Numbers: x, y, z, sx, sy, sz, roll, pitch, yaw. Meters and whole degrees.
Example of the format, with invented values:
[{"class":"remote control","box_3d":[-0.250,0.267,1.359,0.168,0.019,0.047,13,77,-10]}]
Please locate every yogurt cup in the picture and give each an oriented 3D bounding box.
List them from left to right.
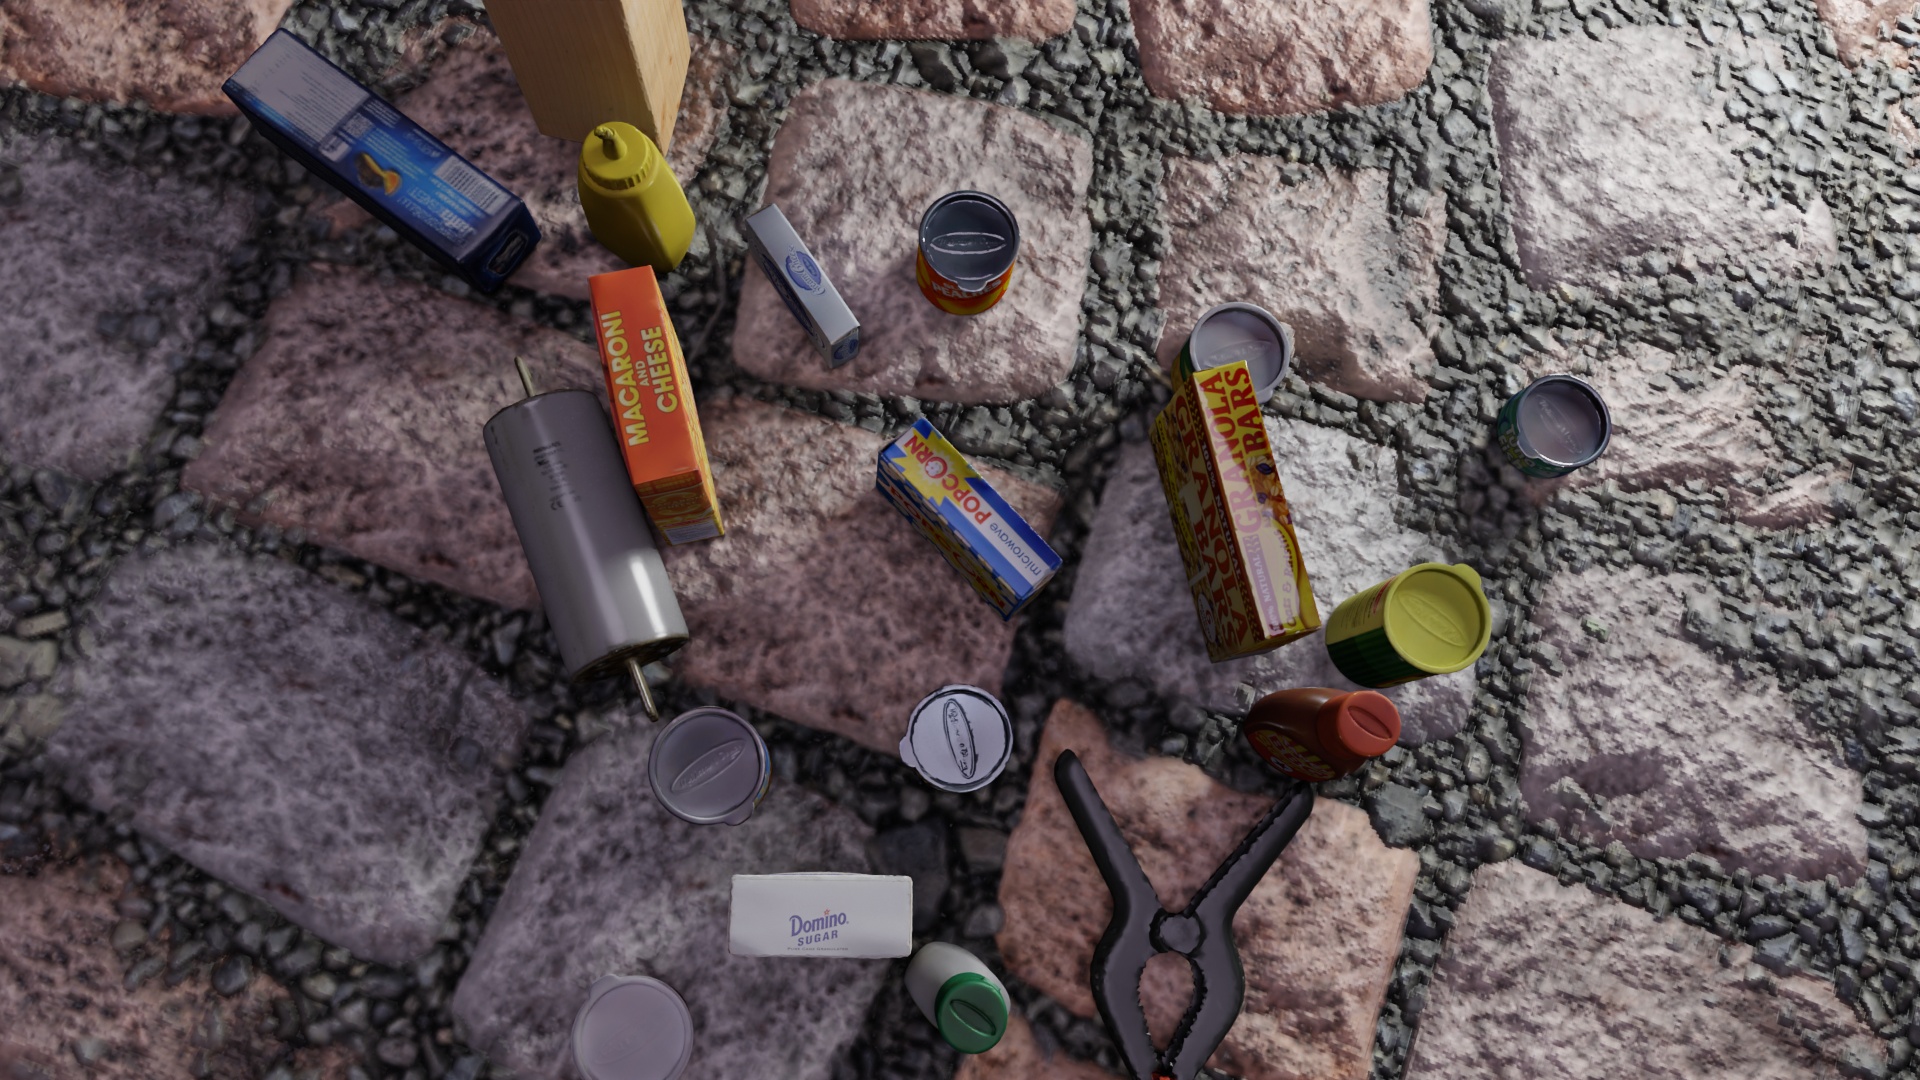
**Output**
[{"class":"yogurt cup","box_3d":[-0.187,0.286,0.806,0.072,0.054,0.072,1,78,-4]}]

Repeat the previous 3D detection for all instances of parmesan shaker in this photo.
[{"class":"parmesan shaker","box_3d":[0.279,0.054,0.869,0.071,0.103,0.071,1,78,-4]}]

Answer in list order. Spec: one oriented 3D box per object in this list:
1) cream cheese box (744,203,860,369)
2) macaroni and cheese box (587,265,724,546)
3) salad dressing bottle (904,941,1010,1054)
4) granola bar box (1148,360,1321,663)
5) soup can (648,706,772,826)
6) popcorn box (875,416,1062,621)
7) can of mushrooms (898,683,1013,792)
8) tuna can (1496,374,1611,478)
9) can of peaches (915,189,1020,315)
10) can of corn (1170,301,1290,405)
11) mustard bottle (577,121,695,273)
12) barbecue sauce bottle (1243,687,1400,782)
[{"class":"cream cheese box","box_3d":[-0.103,-0.166,0.912,0.024,0.053,0.104,-33,82,-10]},{"class":"macaroni and cheese box","box_3d":[-0.179,-0.073,0.828,0.040,0.166,0.124,-13,79,-7]},{"class":"salad dressing bottle","box_3d":[0.001,0.257,0.779,0.064,0.147,0.044,35,78,3]},{"class":"granola bar box","box_3d":[0.166,-0.012,0.863,0.039,0.124,0.166,-12,79,-7]},{"class":"soup can","box_3d":[-0.145,0.138,0.826,0.071,0.083,0.071,1,78,-4]},{"class":"popcorn box","box_3d":[0.003,-0.011,0.870,0.038,0.085,0.127,-43,84,-11]},{"class":"can of mushrooms","box_3d":[-0.004,0.124,0.866,0.071,0.033,0.071,1,78,-4]},{"class":"tuna can","box_3d":[0.400,-0.075,0.942,0.071,0.032,0.071,1,78,-4]},{"class":"can of peaches","box_3d":[0.004,-0.188,0.923,0.071,0.058,0.071,1,78,-4]},{"class":"can of corn","box_3d":[0.178,-0.114,0.920,0.071,0.058,0.071,1,78,-4]},{"class":"mustard bottle","box_3d":[-0.204,-0.218,0.861,0.065,0.160,0.049,24,78,1]},{"class":"barbecue sauce bottle","box_3d":[0.217,0.114,0.827,0.065,0.148,0.044,36,78,3]}]
